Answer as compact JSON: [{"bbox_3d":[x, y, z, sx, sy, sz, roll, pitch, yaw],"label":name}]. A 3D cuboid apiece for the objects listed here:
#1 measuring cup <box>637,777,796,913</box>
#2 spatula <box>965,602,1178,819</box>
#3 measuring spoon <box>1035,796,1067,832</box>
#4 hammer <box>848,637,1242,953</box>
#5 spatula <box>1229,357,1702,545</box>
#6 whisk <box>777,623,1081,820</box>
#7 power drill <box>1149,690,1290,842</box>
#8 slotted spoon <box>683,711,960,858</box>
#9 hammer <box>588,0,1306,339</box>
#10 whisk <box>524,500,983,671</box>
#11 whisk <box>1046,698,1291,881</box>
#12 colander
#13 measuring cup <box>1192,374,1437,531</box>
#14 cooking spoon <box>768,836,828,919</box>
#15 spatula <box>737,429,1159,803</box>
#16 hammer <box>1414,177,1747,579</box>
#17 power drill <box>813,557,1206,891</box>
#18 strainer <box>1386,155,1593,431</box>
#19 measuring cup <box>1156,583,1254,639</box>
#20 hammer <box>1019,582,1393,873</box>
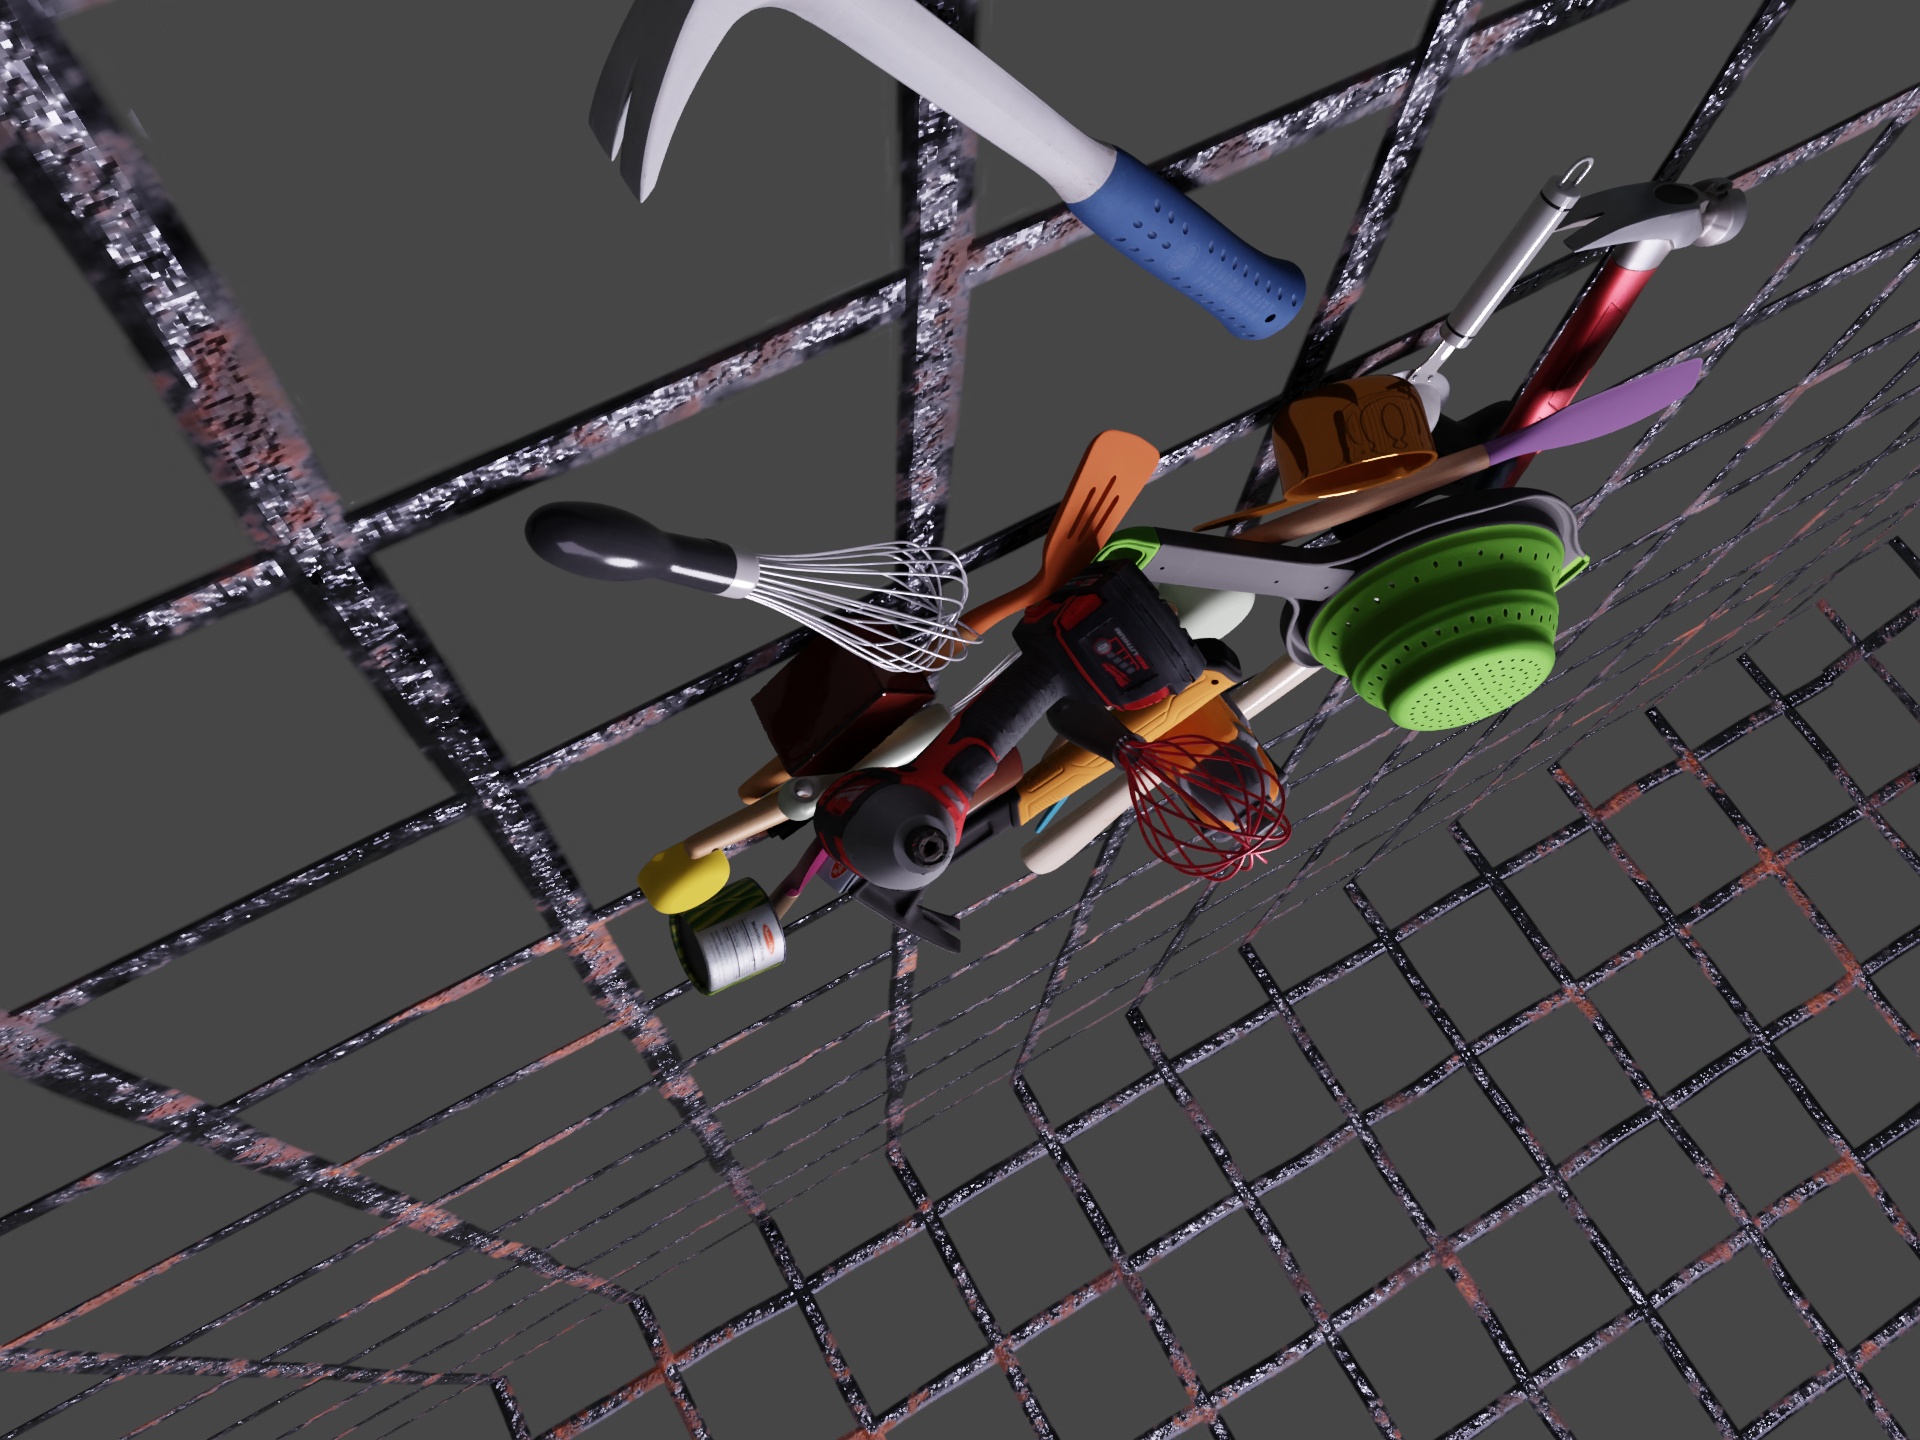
[{"bbox_3d":[-0.133,0.074,1.006,0.156,0.029,0.062,-33,162,6],"label":"measuring cup"},{"bbox_3d":[0.069,0.007,1.135,0.082,0.044,0.317,-19,157,-36],"label":"spatula"},{"bbox_3d":[0.082,0.036,1.200,0.129,0.021,0.042,-51,167,-36],"label":"measuring spoon"},{"bbox_3d":[0.062,0.051,1.108,0.127,0.034,0.337,36,123,-28],"label":"hammer"},{"bbox_3d":[0.299,-0.154,0.983,0.316,0.018,0.059,-20,157,7],"label":"spatula"},{"bbox_3d":[-0.002,-0.003,0.966,0.246,0.058,0.059,-28,154,-17],"label":"whisk"},{"bbox_3d":[0.188,0.029,1.194,0.084,0.164,0.226,-37,163,6],"label":"power drill"},{"bbox_3d":[-0.032,0.017,0.997,0.314,0.031,0.070,-25,164,-26],"label":"slotted spoon"},{"bbox_3d":[0.036,-0.199,0.578,0.144,0.035,0.405,-41,160,23],"label":"hammer"},{"bbox_3d":[-0.082,-0.063,0.716,0.070,0.070,0.284,-41,154,25],"label":"whisk"},{"bbox_3d":[0.102,0.024,0.893,0.073,0.073,0.296,-30,-161,-7],"label":"whisk"},{"bbox_3d":[0.254,-0.060,1.009,0.397,0.095,0.204,3,149,-32],"label":"colander"},{"bbox_3d":[0.196,-0.155,0.937,0.095,0.052,0.173,-8,176,-39],"label":"measuring cup"},{"bbox_3d":[-0.128,0.128,1.131,0.069,0.017,0.318,-51,180,-36],"label":"cooking spoon"},{"bbox_3d":[-0.016,-0.047,0.902,0.322,0.041,0.081,-36,162,24],"label":"spatula"},{"bbox_3d":[0.349,-0.174,1.034,0.143,0.038,0.386,-16,148,-26],"label":"hammer"},{"bbox_3d":[0.021,0.008,0.877,0.219,0.078,0.143,-41,-166,-12],"label":"power drill"},{"bbox_3d":[0.282,-0.217,0.918,0.087,0.050,0.258,-5,147,-26],"label":"strainer"},{"bbox_3d":[0.149,-0.083,1.040,0.083,0.038,0.167,-36,162,12],"label":"measuring cup"},{"bbox_3d":[0.209,0.008,1.371,0.410,0.038,0.146,-39,159,20],"label":"hammer"}]
